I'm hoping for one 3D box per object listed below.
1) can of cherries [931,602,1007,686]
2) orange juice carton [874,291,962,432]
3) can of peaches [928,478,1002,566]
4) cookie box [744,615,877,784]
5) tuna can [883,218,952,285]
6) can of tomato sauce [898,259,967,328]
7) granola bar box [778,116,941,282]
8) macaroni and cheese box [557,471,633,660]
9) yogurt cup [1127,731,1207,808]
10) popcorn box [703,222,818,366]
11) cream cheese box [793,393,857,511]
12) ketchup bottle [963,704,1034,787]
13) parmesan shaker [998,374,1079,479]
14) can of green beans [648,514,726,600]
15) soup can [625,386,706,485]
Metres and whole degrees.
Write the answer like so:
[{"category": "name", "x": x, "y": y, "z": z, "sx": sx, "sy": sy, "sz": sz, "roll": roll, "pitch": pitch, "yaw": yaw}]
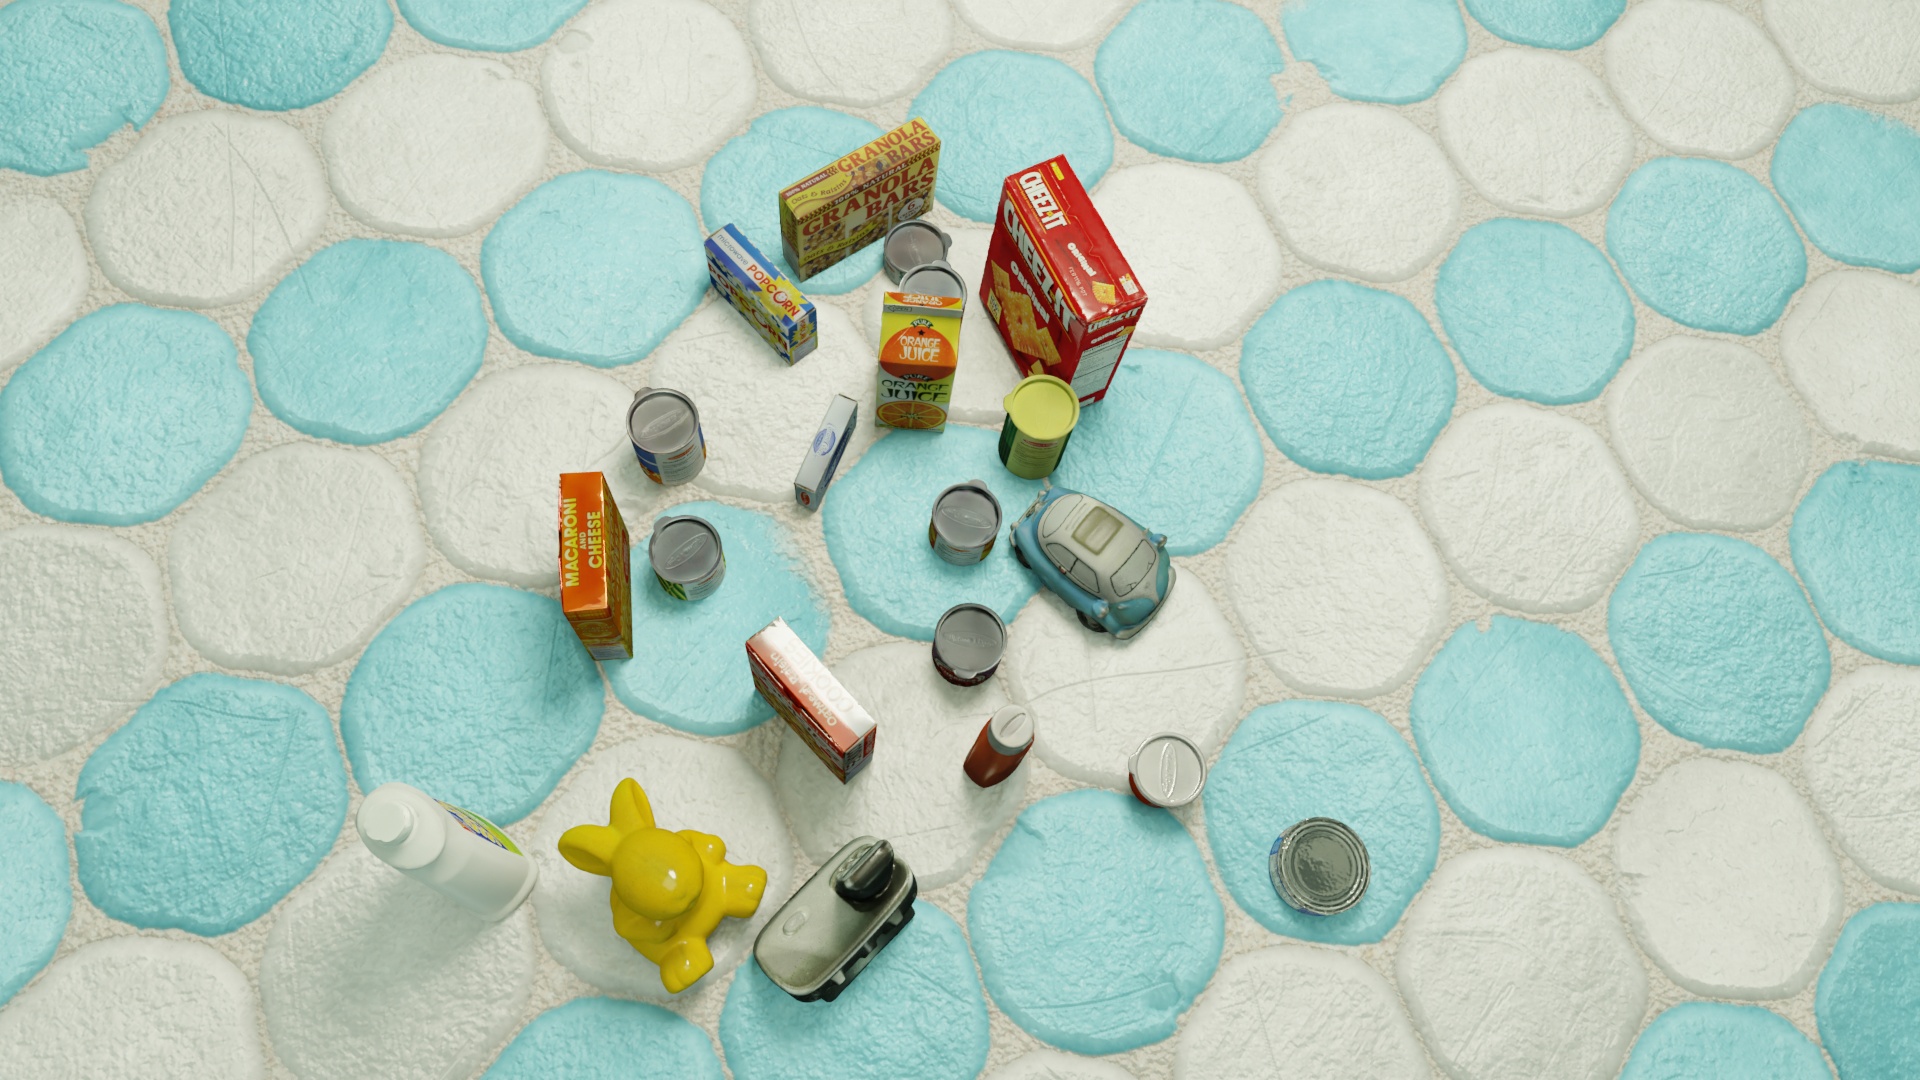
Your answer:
[{"category": "can of cherries", "x": 0.006, "y": 0.099, "z": 1.277, "sx": 0.071, "sy": 0.058, "sz": 0.071, "roll": 2, "pitch": 71, "yaw": -5}, {"category": "orange juice carton", "x": -0.040, "y": -0.173, "z": 1.297, "sx": 0.072, "sy": 0.192, "sz": 0.073, "roll": 5, "pitch": 71, "yaw": -4}, {"category": "can of peaches", "x": 0.005, "y": -0.017, "z": 1.317, "sx": 0.071, "sy": 0.058, "sz": 0.071, "roll": 2, "pitch": 71, "yaw": -5}, {"category": "cookie box", "x": -0.128, "y": 0.141, "z": 1.192, "sx": 0.040, "sy": 0.167, "sz": 0.123, "roll": -41, "pitch": 79, "yaw": -16}, {"category": "tuna can", "x": -0.044, "y": -0.293, "z": 1.423, "sx": 0.071, "sy": 0.032, "sz": 0.071, "roll": 2, "pitch": 71, "yaw": -5}, {"category": "can of tomato sauce", "x": -0.030, "y": -0.227, "z": 1.375, "sx": 0.071, "sy": 0.082, "sz": 0.071, "roll": 2, "pitch": 71, "yaw": -5}, {"category": "granola bar box", "x": -0.101, "y": -0.340, "z": 1.386, "sx": 0.166, "sy": 0.123, "sz": 0.039, "roll": -33, "pitch": 77, "yaw": -15}, {"category": "macaroni and cheese box", "x": -0.318, "y": 0.026, "z": 1.215, "sx": 0.040, "sy": 0.166, "sz": 0.124, "roll": -5, "pitch": 72, "yaw": -7}, {"category": "yogurt cup", "x": 0.184, "y": 0.211, "z": 1.257, "sx": 0.072, "sy": 0.053, "sz": 0.072, "roll": 2, "pitch": 71, "yaw": -5}, {"category": "popcorn box", "x": -0.195, "y": -0.241, "z": 1.363, "sx": 0.038, "sy": 0.085, "sz": 0.127, "roll": -41, "pitch": 79, "yaw": -16}, {"category": "cream cheese box", "x": -0.129, "y": -0.084, "z": 1.331, "sx": 0.024, "sy": 0.053, "sz": 0.104, "roll": 22, "pitch": 70, "yaw": 2}, {"category": "ketchup bottle", "x": 0.038, "y": 0.175, "z": 1.205, "sx": 0.043, "sy": 0.148, "sz": 0.065, "roll": 44, "pitch": 73, "yaw": 10}, {"category": "parmesan shaker", "x": 0.070, "y": -0.108, "z": 1.332, "sx": 0.071, "sy": 0.102, "sz": 0.071, "roll": 2, "pitch": 71, "yaw": -5}, {"category": "can of green beans", "x": -0.251, "y": 0.017, "z": 1.282, "sx": 0.071, "sy": 0.057, "sz": 0.071, "roll": 2, "pitch": 71, "yaw": -5}, {"category": "soup can", "x": -0.277, "y": -0.098, "z": 1.306, "sx": 0.071, "sy": 0.083, "sz": 0.071, "roll": 2, "pitch": 71, "yaw": -5}]
